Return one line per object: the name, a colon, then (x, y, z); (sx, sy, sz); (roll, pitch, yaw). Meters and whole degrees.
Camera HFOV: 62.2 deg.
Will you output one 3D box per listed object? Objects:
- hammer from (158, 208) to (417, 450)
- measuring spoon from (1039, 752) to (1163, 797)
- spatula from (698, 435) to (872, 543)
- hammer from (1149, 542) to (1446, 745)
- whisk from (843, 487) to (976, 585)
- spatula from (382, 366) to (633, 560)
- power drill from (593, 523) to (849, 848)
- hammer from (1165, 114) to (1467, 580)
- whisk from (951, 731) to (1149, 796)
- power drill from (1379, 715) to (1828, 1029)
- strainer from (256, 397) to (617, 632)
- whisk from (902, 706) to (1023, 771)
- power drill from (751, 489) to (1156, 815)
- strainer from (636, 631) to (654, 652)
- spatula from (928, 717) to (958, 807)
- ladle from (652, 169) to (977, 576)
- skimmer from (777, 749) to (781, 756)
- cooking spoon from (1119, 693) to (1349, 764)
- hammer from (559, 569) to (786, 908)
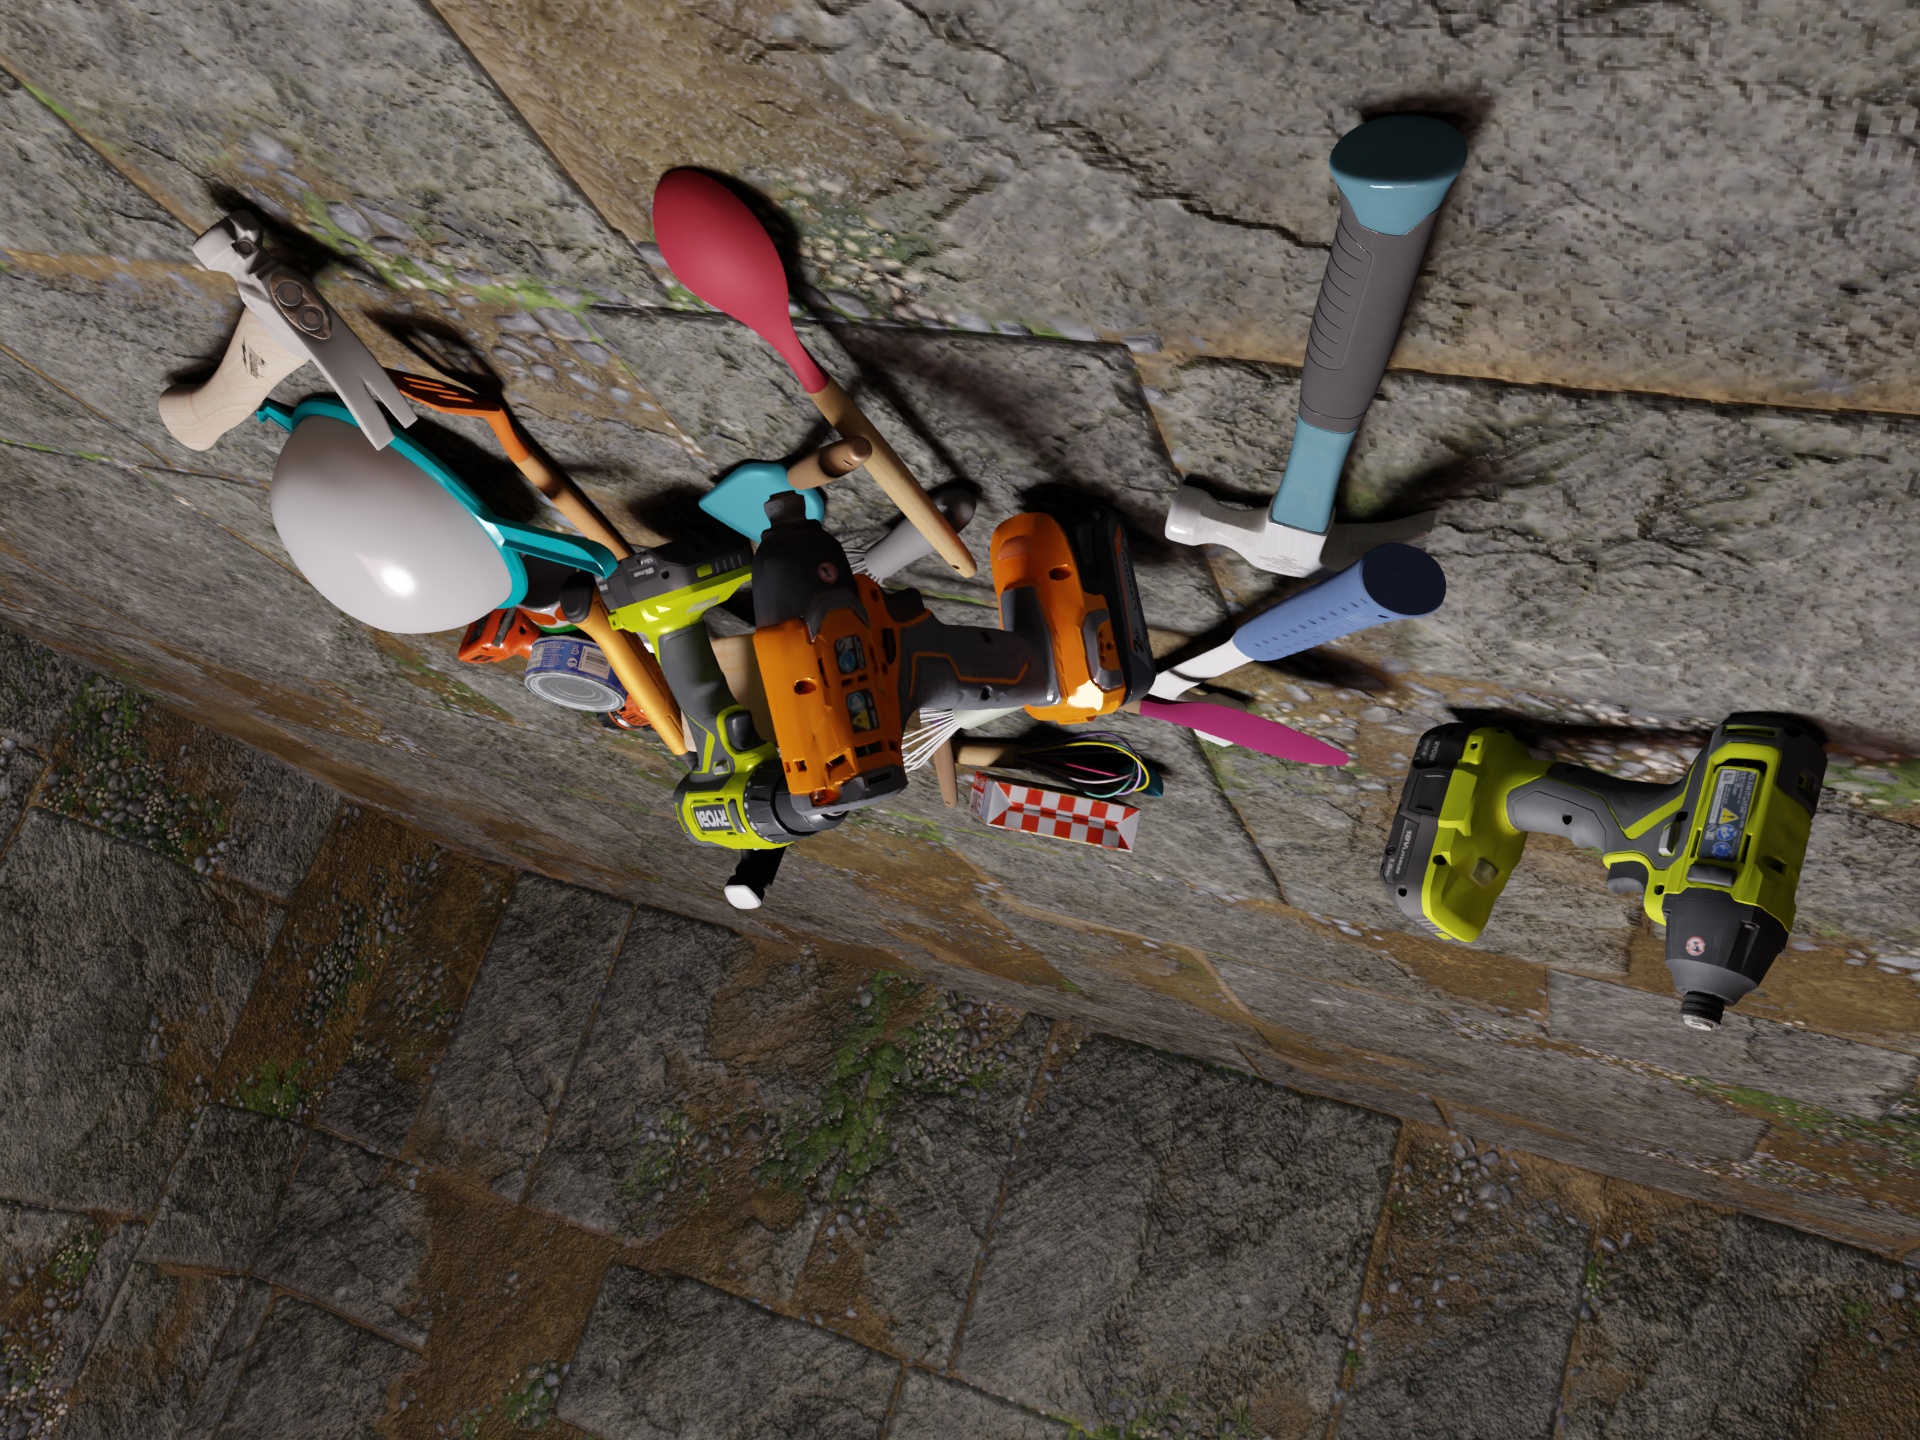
hammer: (-0.476, -0.220, 1.068); (0.146, 0.038, 0.411); (52, 154, -21)
measuring spoon: (0.120, 0.037, 1.350); (0.129, 0.021, 0.042); (17, 169, 41)
spatula: (-0.091, -0.131, 0.908); (0.082, 0.044, 0.317); (29, 176, -14)
hammer: (0.160, -0.043, 0.920); (0.144, 0.035, 0.405); (22, 170, -7)
whisk: (-0.052, -0.106, 1.020); (0.055, 0.055, 0.239); (26, 158, -21)
spatula: (-0.299, -0.166, 1.101); (0.081, 0.041, 0.322); (28, 169, 21)
power drill: (-0.163, -0.017, 1.119); (0.080, 0.228, 0.190); (-24, -170, -34)
hammer: (0.159, -0.139, 0.683); (0.128, 0.033, 0.330); (17, 164, 10)
whisk: (0.068, 0.036, 1.350); (0.047, 0.051, 0.245); (24, 167, -37)
power drill: (0.368, 0.080, 0.928); (0.080, 0.171, 0.223); (32, 163, -37)
strainer: (-0.384, -0.116, 1.144); (0.340, 0.095, 0.210); (16, 149, 36)
whisk: (-0.002, -0.004, 1.237); (0.059, 0.058, 0.246); (39, 144, -23)
power drill: (-0.009, -0.055, 0.857); (0.226, 0.164, 0.084); (-17, -174, -36)
strainer: (-0.237, -0.046, 1.338); (0.087, 0.050, 0.258); (-4, 141, 12)
spatula: (-0.015, 0.010, 1.350); (0.060, 0.018, 0.315); (20, 157, 12)
ladle: (-0.062, -0.161, 0.828); (0.069, 0.031, 0.315); (13, 159, 34)
skimmer: (-0.133, -0.003, 1.351); (0.127, 0.090, 0.363); (43, 158, -12)
cooking spoon: (0.094, -0.018, 1.031); (0.319, 0.017, 0.068); (17, 171, 16)
hammer: (-0.228, 0.004, 1.310); (0.034, 0.127, 0.336); (-6, 134, 25)
